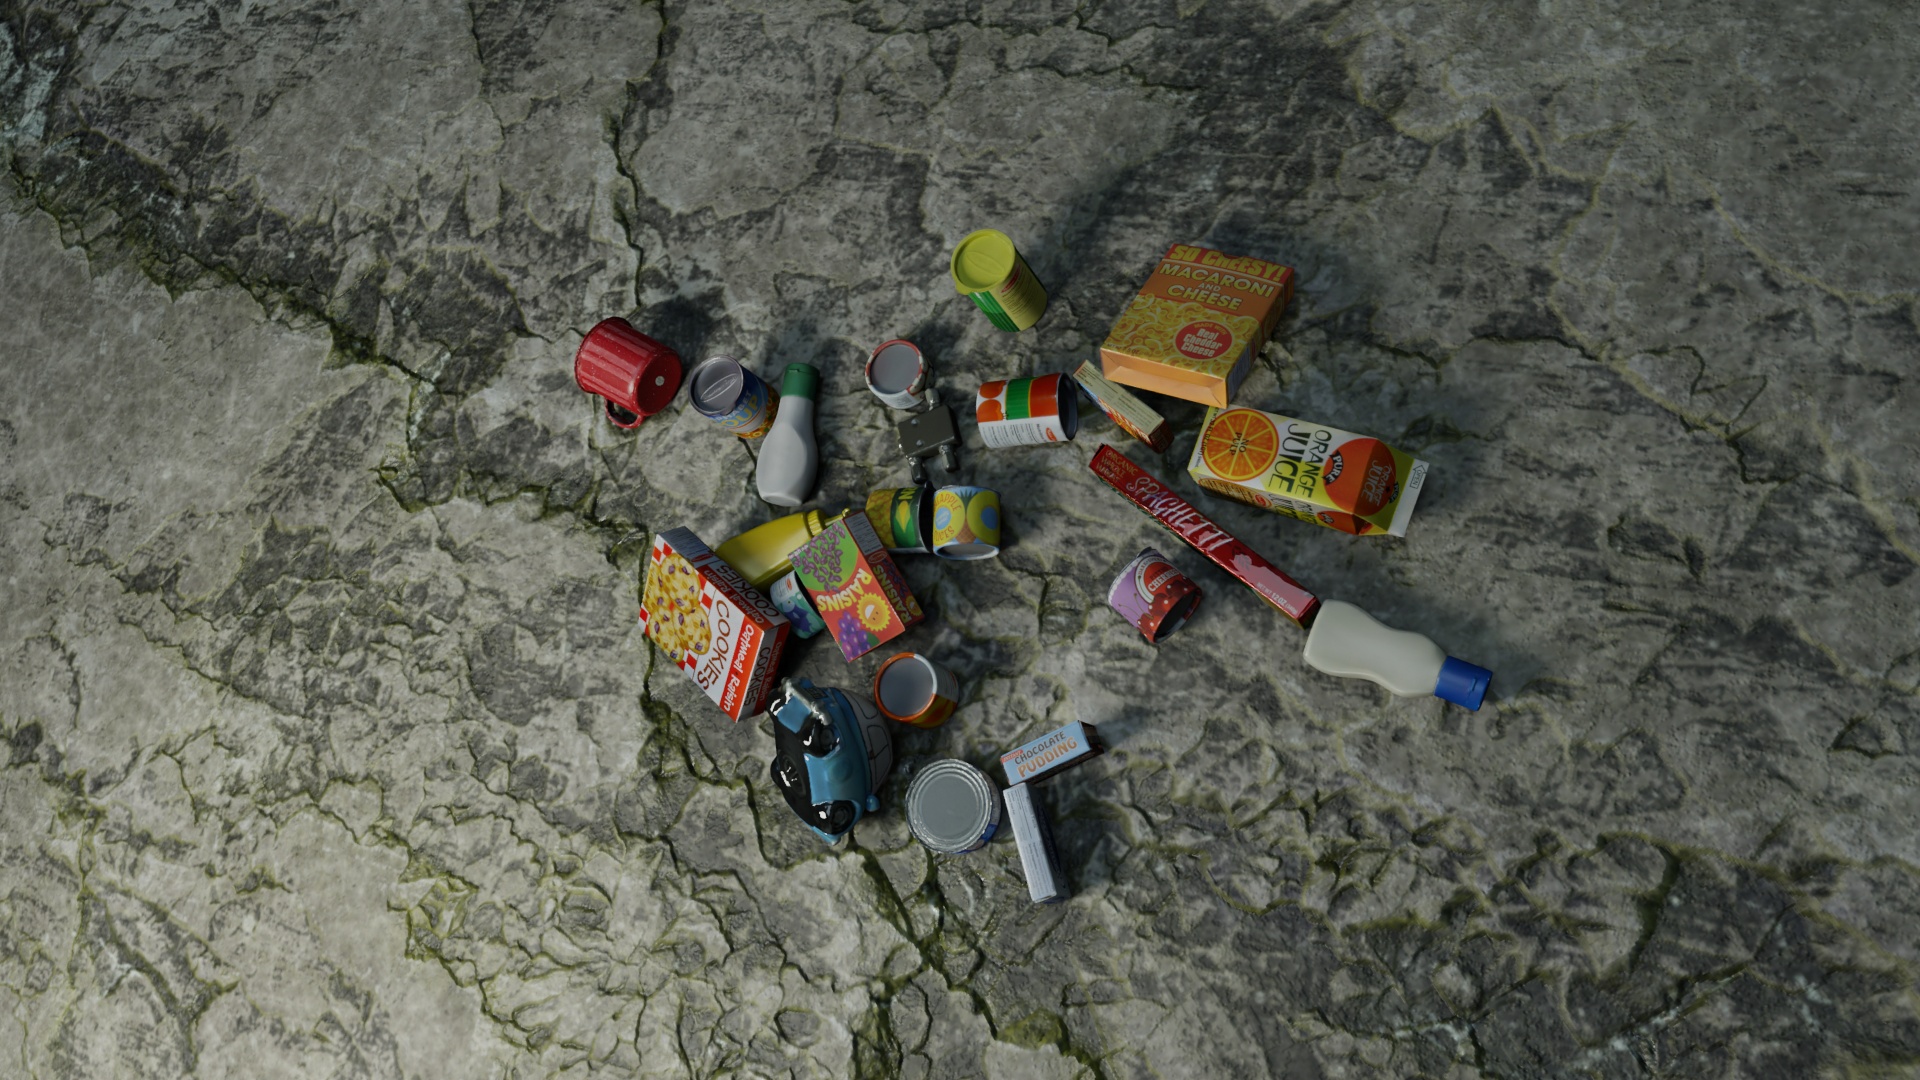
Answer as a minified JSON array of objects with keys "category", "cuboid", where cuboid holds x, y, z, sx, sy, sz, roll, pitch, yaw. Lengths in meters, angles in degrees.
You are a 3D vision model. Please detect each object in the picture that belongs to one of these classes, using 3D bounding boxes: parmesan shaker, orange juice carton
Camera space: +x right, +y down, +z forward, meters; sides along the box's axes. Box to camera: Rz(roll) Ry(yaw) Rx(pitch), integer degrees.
[{"category":"parmesan shaker","cuboid":[0.038,-0.254,1.376,0.071,0.103,0.071,-6,73,20]},{"category":"orange juice carton","cuboid":[0.308,-0.060,1.231,0.193,0.073,0.072,17,81,24]}]

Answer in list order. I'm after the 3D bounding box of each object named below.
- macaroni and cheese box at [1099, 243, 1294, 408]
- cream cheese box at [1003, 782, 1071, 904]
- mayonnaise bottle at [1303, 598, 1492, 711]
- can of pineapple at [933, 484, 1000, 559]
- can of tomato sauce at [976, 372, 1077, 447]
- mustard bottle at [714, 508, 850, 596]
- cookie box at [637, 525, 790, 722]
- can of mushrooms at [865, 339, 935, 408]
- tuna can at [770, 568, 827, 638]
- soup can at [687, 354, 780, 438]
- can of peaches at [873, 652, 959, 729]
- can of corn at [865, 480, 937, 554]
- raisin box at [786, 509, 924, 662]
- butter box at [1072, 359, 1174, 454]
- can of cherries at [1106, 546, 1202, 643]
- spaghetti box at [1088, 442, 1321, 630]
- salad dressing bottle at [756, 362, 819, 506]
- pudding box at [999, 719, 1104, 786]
[{"category":"macaroni and cheese box","cuboid":[0.221,-0.203,1.285,0.124,0.040,0.167,18,55,25]},{"category":"cream cheese box","cuboid":[0.068,0.271,1.240,0.024,0.053,0.104,-21,69,13]},{"category":"mayonnaise bottle","cuboid":[0.371,0.102,1.178,0.148,0.041,0.065,21,85,24]},{"category":"can of pineapple","cuboid":[0.005,-0.017,1.340,0.071,0.071,0.058,-6,73,20]},{"category":"can of tomato sauce","cuboid":[0.065,-0.128,1.350,0.083,0.071,0.071,-5,74,21]},{"category":"mustard bottle","cuboid":[-0.178,0.008,1.415,0.160,0.048,0.065,-26,67,12]},{"category":"cookie box","cuboid":[-0.249,0.083,1.393,0.168,0.040,0.122,39,127,26]},{"category":"can of mushrooms","cuboid":[-0.062,-0.174,1.431,0.071,0.033,0.071,-6,73,21]},{"category":"tuna can","cuboid":[-0.156,0.064,1.383,0.033,0.071,0.071,-33,66,11]},{"category":"soup can","cuboid":[-0.236,-0.148,1.464,0.071,0.083,0.071,-6,73,20]},{"category":"can of peaches","cuboid":[-0.044,0.144,1.318,0.071,0.058,0.071,-6,73,19]},{"category":"can of corn","cuboid":[-0.055,-0.022,1.365,0.058,0.071,0.071,-3,74,21]},{"category":"raisin box","cuboid":[-0.101,0.045,1.345,0.086,0.040,0.123,-32,86,34]},{"category":"butter box","cuboid":[0.155,-0.127,1.322,0.104,0.053,0.024,42,90,25]},{"category":"can of cherries","cuboid":[0.176,0.049,1.253,0.071,0.071,0.058,-48,65,3]},{"category":"spaghetti box","cuboid":[0.219,-0.006,1.263,0.250,0.050,0.028,39,91,26]},{"category":"salad dressing bottle","cuboid":[-0.176,-0.111,1.453,0.064,0.044,0.148,1,74,24]},{"category":"pudding box","cuboid":[0.083,0.194,1.259,0.083,0.049,0.030,-27,69,12]}]
